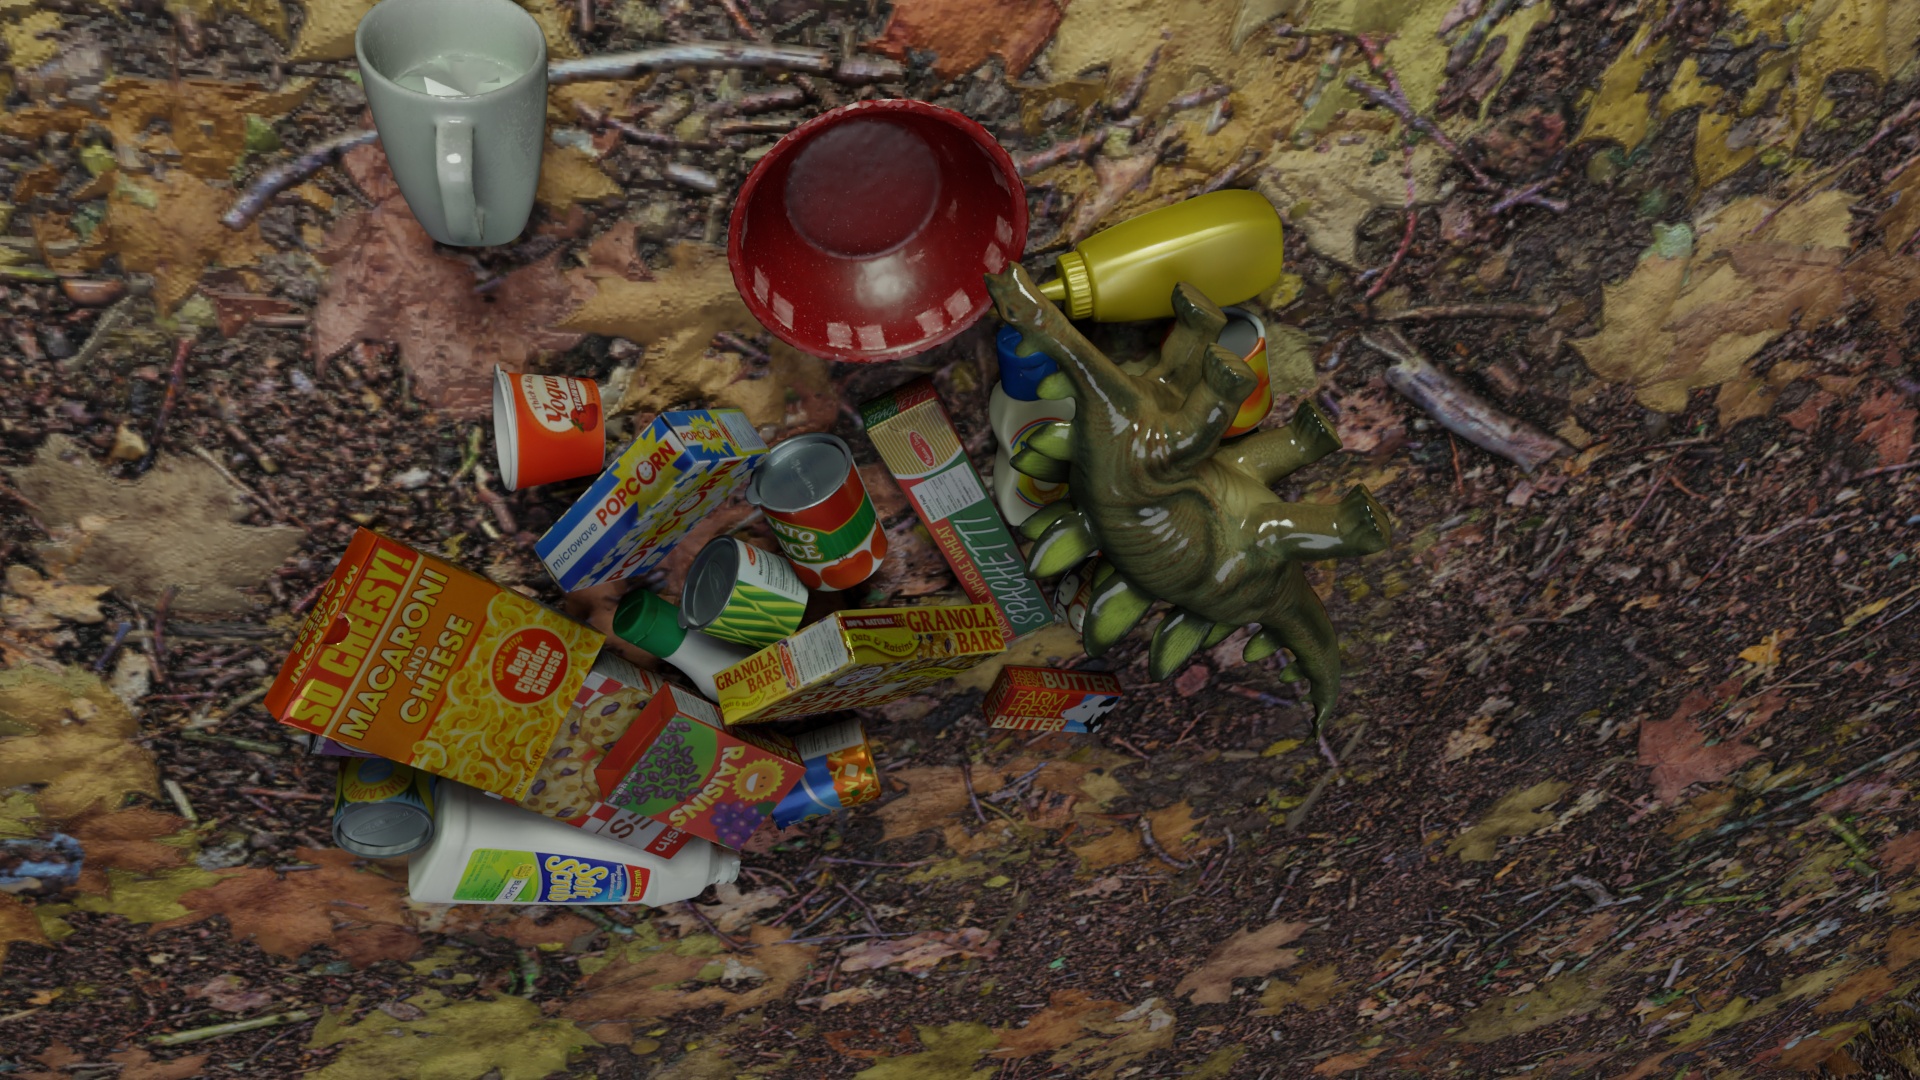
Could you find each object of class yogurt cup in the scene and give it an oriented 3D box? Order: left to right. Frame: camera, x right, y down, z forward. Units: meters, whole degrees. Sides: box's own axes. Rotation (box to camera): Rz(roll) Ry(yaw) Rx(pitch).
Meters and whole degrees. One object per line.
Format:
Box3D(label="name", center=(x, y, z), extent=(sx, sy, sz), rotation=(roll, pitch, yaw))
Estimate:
Box3D(label="yogurt cup", center=(-0.235, -0.064, 0.793), extent=(0.054, 0.073, 0.072), rotation=(-6, 136, -25))

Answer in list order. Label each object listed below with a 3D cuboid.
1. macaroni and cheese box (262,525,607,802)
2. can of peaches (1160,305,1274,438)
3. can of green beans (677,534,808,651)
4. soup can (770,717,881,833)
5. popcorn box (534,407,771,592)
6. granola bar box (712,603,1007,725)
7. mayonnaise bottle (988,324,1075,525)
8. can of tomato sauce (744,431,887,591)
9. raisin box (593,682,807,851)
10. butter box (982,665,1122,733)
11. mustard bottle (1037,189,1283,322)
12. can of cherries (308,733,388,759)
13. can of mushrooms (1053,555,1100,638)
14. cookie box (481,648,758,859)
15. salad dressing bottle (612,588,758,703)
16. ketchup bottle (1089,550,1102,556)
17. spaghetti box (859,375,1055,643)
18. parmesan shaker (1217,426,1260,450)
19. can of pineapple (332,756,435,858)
Box3D(label="macaroni and cheese box", center=(-0.326, 0.080, 0.877), extent=(0.166, 0.040, 0.124), rotation=(31, 81, -39))
Box3D(label="can of peaches", center=(0.161, -0.106, 0.882), extent=(0.071, 0.071, 0.057), rotation=(-20, 136, 1))
Box3D(label="can of green beans", center=(-0.143, 0.036, 0.922), extent=(0.058, 0.071, 0.071), rotation=(25, 122, -37))
Box3D(label="soup can", center=(-0.109, 0.183, 1.078), extent=(0.084, 0.071, 0.071), rotation=(-17, 137, -3))
Box3D(label="popcorn box", center=(-0.185, -0.025, 0.836), extent=(0.126, 0.038, 0.085), rotation=(-41, 170, 22))
Box3D(label="granola bar box", center=(-0.066, 0.084, 0.948), extent=(0.124, 0.039, 0.166), rotation=(-27, 163, 34))
Box3D(label="mayonnaise bottle", center=(0.048, -0.074, 0.895), extent=(0.065, 0.041, 0.147), rotation=(-15, 137, -4))
Box3D(label="can of tomato sauce", center=(-0.090, -0.016, 0.886), extent=(0.071, 0.071, 0.082), rotation=(-20, 137, 1))
Box3D(label="raisin box", center=(-0.184, 0.164, 0.991), extent=(0.123, 0.040, 0.086), rotation=(33, 100, -38))
Box3D(label="butter box", center=(0.074, 0.129, 1.120), extent=(0.103, 0.024, 0.052), rotation=(7, 132, -25))
Box3D(label="mustard bottle", center=(0.109, -0.162, 0.822), extent=(0.160, 0.049, 0.065), rotation=(-14, 136, -4))
Box3D(label="can of cherries", center=(-0.389, 0.110, 0.908), extent=(0.058, 0.072, 0.071), rotation=(11, 129, -28))
Box3D(label="can of mushrooms", center=(0.104, 0.039, 1.019), extent=(0.071, 0.033, 0.070), rotation=(-24, 137, -24))
Box3D(label="cookie box", center=(-0.241, 0.157, 1.010), extent=(0.122, 0.040, 0.167), rotation=(-48, 130, 10))
Box3D(label="salad dressing bottle", center=(-0.174, 0.079, 0.972), extent=(0.064, 0.044, 0.147), rotation=(-34, 134, 24))
Box3D(label="ketchup bottle", center=(0.128, -0.014, 0.982), extent=(0.149, 0.044, 0.064), rotation=(-10, 140, -9))
Box3D(label="spaghetti box", center=(0.003, -0.012, 0.951), extent=(0.050, 0.029, 0.249), rotation=(-25, 136, 6))
Box3D(label="parmesan shaker", center=(0.143, -0.053, 0.931), extent=(0.103, 0.071, 0.071), rotation=(-13, 136, -7))
Box3D(label="can of pineapple", center=(-0.407, 0.181, 0.982), extent=(0.071, 0.058, 0.070), rotation=(-10, 136, -10))
